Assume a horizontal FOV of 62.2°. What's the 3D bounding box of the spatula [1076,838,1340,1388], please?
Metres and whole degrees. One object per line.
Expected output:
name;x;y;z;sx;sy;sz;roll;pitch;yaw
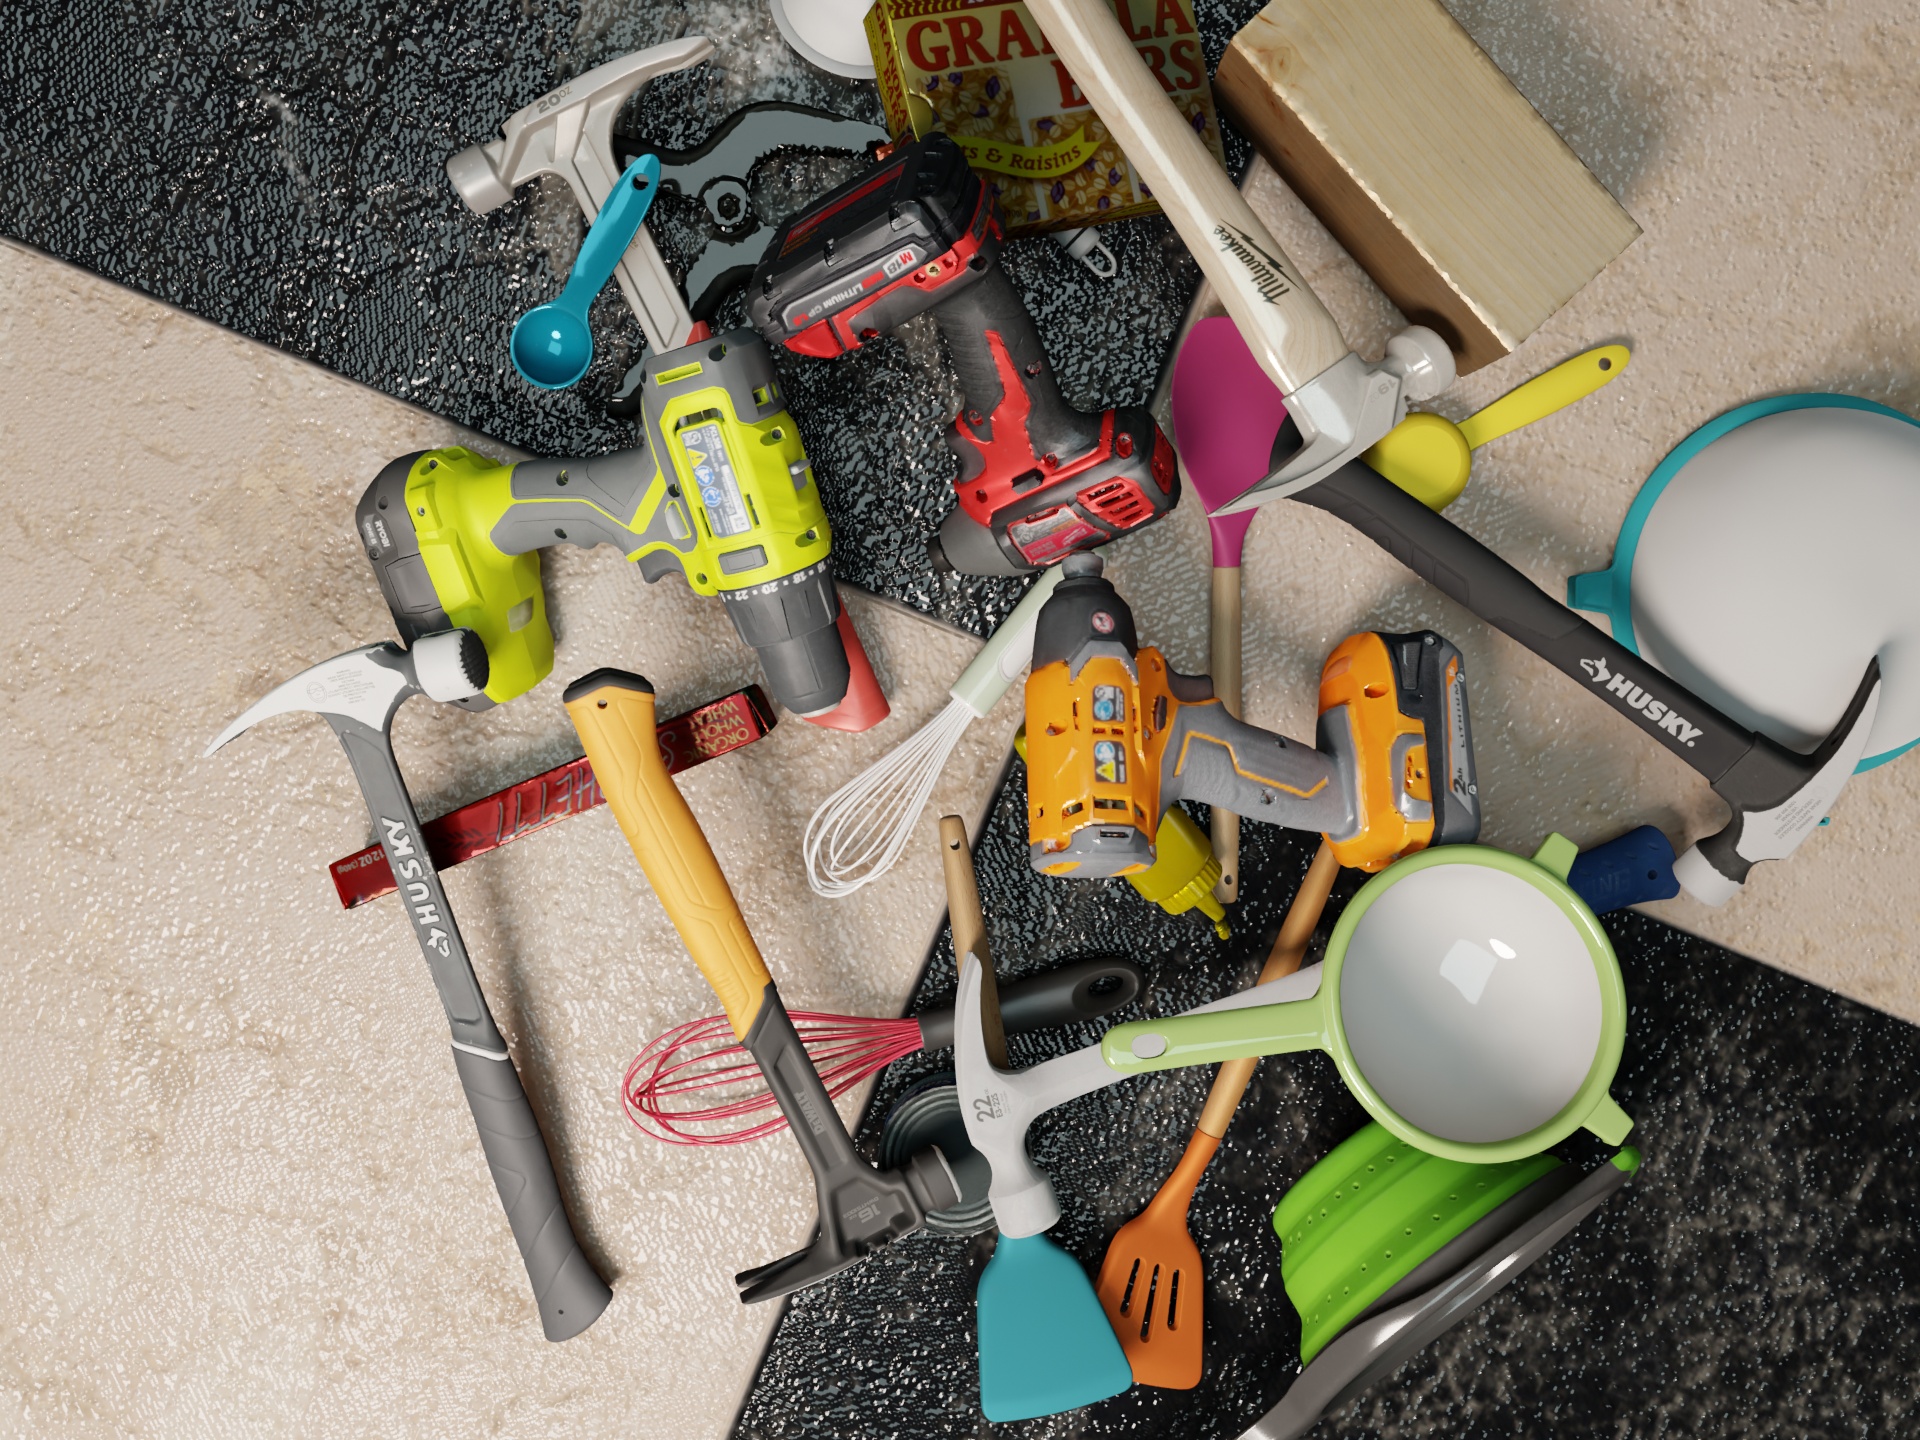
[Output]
spatula;0.152;0.209;0.879;0.081;0.041;0.322;22;93;-16

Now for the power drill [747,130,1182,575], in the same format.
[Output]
power drill;0.000;-0.163;0.796;0.143;0.079;0.219;-21;127;29

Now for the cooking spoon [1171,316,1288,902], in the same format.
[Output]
cooking spoon;0.145;-0.058;0.869;0.068;0.017;0.319;-2;95;-16

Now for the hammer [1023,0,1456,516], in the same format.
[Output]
hammer;0.078;-0.297;0.778;0.146;0.038;0.410;-36;95;-12

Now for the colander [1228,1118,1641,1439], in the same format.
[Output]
colander;0.172;0.319;0.842;0.397;0.204;0.095;-41;61;6

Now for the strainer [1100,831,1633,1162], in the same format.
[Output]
strainer;0.192;0.146;0.785;0.256;0.069;0.151;-7;79;-5

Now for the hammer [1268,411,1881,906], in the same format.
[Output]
hammer;0.300;-0.055;0.817;0.335;0.035;0.146;37;123;8

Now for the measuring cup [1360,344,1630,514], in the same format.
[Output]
measuring cup;0.290;-0.161;0.851;0.156;0.029;0.062;-28;93;6

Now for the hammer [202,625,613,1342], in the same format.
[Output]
hammer;-0.268;0.157;0.847;0.149;0.036;0.408;-11;107;8

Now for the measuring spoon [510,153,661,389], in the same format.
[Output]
measuring spoon;-0.182;-0.224;0.798;0.042;0.021;0.128;29;92;1

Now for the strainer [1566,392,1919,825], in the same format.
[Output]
strainer;0.502;-0.113;0.818;0.211;0.095;0.340;44;95;-2

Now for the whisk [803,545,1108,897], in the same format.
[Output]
whisk;-0.001;-0.003;0.865;0.246;0.059;0.057;-51;130;0

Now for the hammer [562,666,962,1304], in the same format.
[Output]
hammer;-0.121;0.131;0.808;0.127;0.034;0.336;-26;101;-10

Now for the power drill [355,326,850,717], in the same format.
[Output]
power drill;-0.172;-0.078;0.809;0.228;0.080;0.190;-11;108;20

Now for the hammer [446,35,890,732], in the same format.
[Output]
hammer;-0.119;-0.160;0.834;0.149;0.037;0.359;-25;101;6

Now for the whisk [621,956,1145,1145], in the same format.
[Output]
whisk;-0.041;0.176;0.875;0.296;0.073;0.073;-13;94;-4

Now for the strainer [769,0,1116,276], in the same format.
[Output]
strainer;-0.007;-0.332;0.839;0.258;0.050;0.087;44;69;-8

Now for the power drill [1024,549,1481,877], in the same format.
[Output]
power drill;0.141;-0.002;0.808;0.226;0.084;0.164;3;75;-16

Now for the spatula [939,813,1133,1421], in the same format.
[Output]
spatula;0.023;0.206;0.843;0.082;0.044;0.317;-11;95;-6

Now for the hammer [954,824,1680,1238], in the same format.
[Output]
hammer;0.189;0.133;0.839;0.405;0.035;0.144;-18;92;-8
